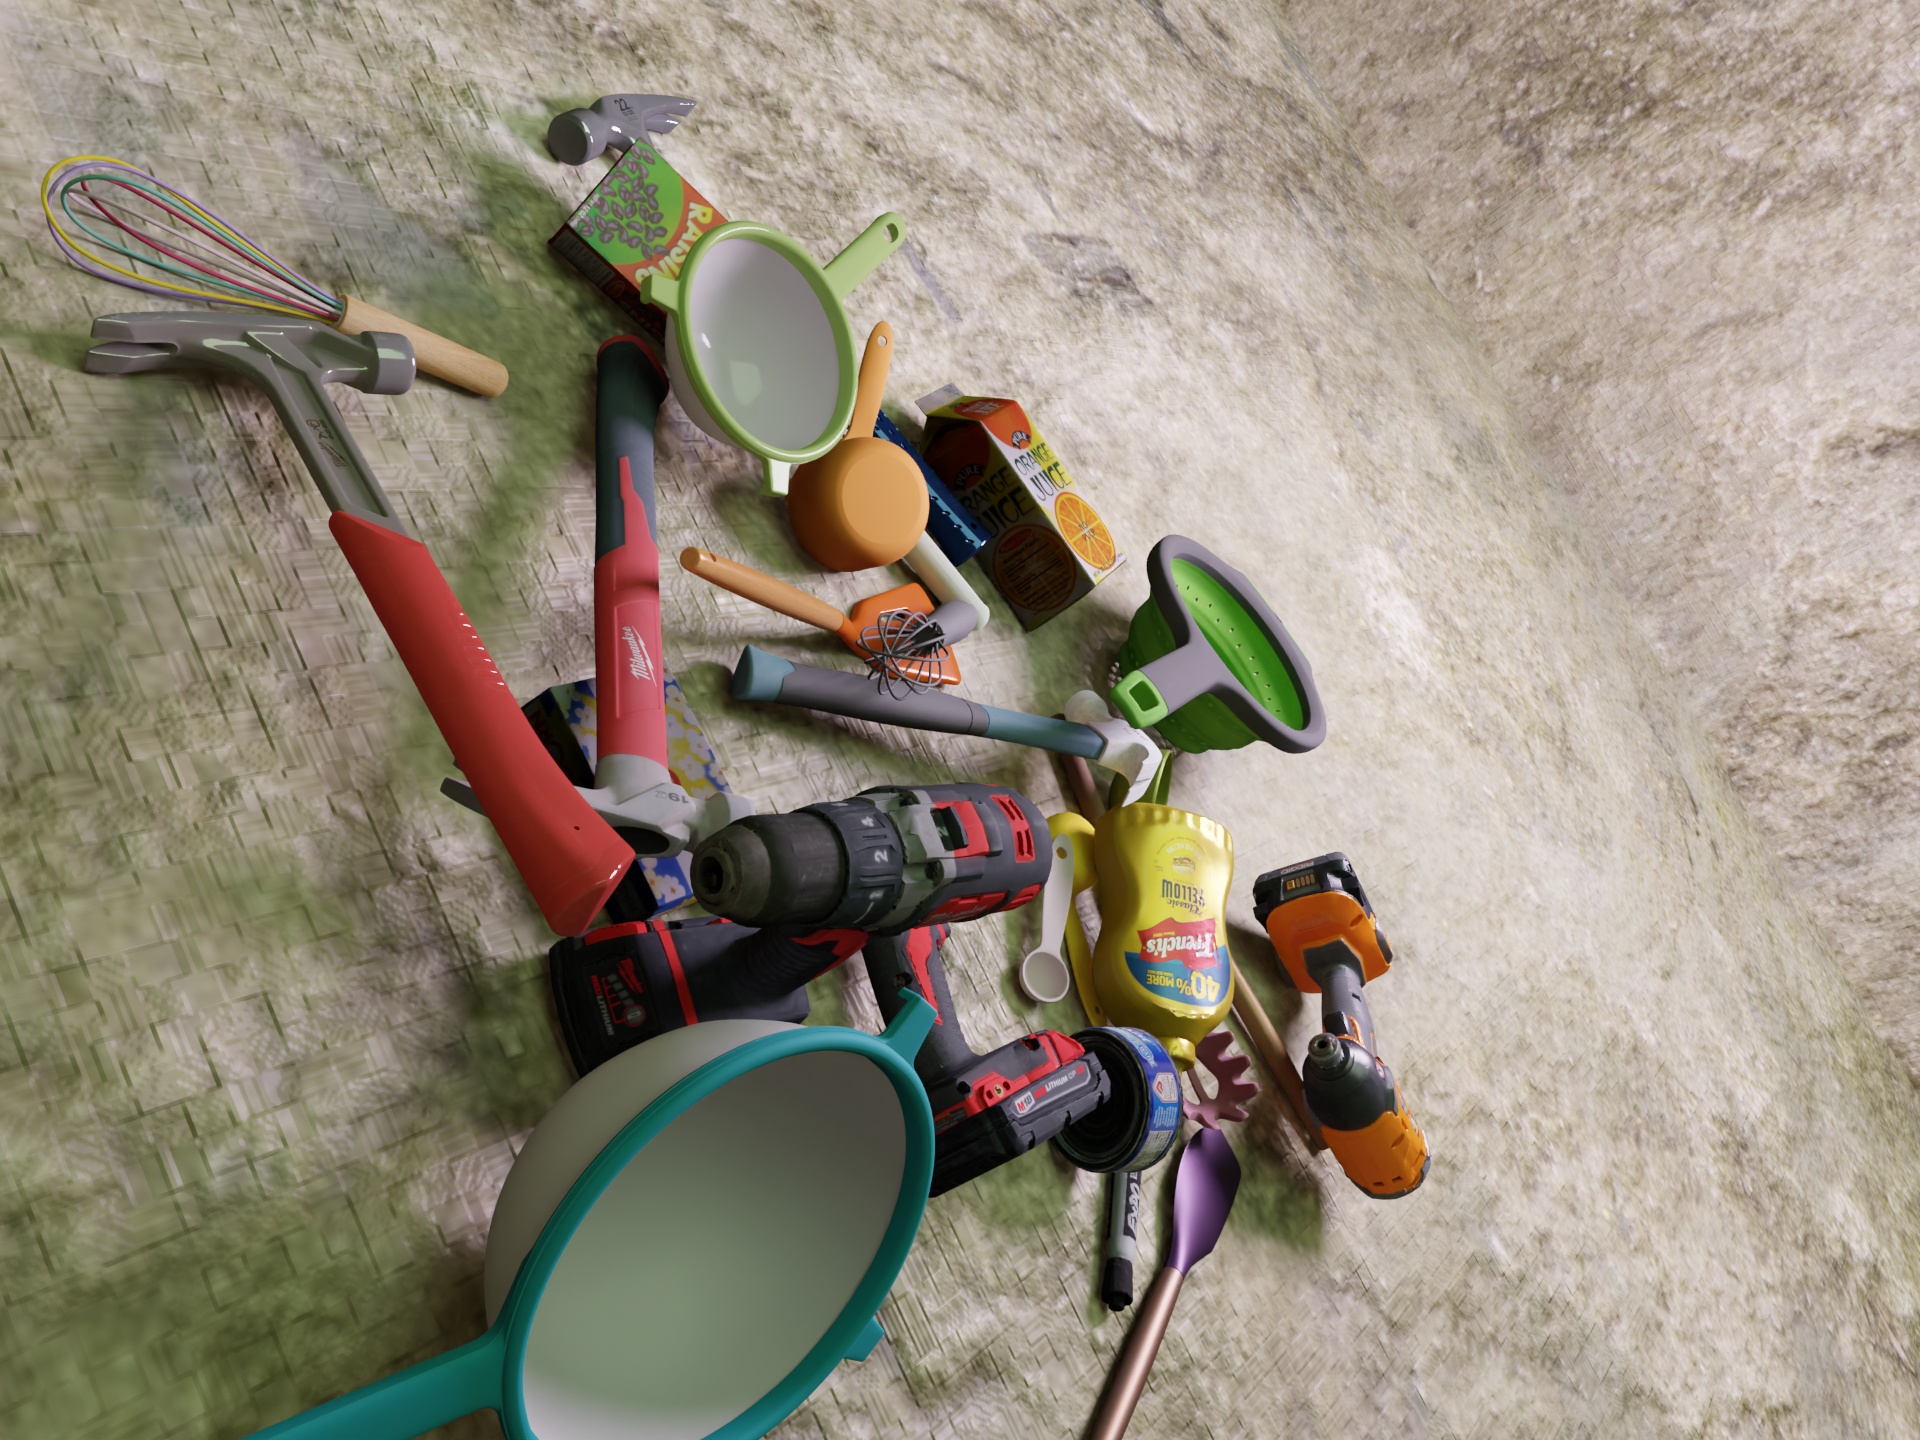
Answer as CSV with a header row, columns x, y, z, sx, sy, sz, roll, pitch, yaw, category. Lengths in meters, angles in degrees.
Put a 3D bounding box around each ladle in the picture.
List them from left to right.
x,y,z,sx,sy,sz,roll,pitch,yaw,category
0.200,0.168,1.161,0.320,0.062,0.078,60,19,0,ladle

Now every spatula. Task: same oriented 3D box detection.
x,y,z,sx,sy,sz,roll,pitch,yaw,category
-0.080,-0.070,0.969,0.081,0.041,0.322,67,15,14,spatula
0.118,0.346,0.946,0.059,0.018,0.316,61,32,-11,spatula

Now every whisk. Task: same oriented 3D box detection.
x,y,z,sx,sy,sz,roll,pitch,yaw,category
-0.339,-0.222,0.817,0.244,0.051,0.047,18,44,-47,whisk
-0.059,-0.158,1.111,0.059,0.058,0.246,-47,109,-20,whisk
-0.018,-0.054,1.011,0.055,0.055,0.239,55,15,-3,whisk

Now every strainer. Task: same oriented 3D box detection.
x,y,z,sx,sy,sz,roll,pitch,yaw,category
-0.164,0.213,0.622,0.340,0.211,0.095,-11,29,-42,strainer
-0.116,-0.262,1.031,0.151,0.069,0.256,59,43,-25,strainer

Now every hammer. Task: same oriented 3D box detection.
x,y,z,sx,sy,sz,roll,pitch,yaw,category
-0.251,-0.055,0.699,0.149,0.036,0.359,-10,55,-44,hammer
-0.192,-0.089,0.848,0.143,0.038,0.387,17,40,-29,hammer
-0.117,-0.279,1.142,0.405,0.035,0.144,49,35,-11,hammer
-0.002,-0.003,1.023,0.330,0.033,0.128,11,22,-36,hammer

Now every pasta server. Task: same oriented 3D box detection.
x,y,z,sx,sy,sz,roll,pitch,yaw,category
0.122,0.132,1.107,0.060,0.040,0.316,-15,68,-14,pasta server

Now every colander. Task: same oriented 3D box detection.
x,y,z,sx,sy,sz,roll,pitch,yaw,category
0.160,-0.026,1.200,0.204,0.094,0.397,55,26,5,colander

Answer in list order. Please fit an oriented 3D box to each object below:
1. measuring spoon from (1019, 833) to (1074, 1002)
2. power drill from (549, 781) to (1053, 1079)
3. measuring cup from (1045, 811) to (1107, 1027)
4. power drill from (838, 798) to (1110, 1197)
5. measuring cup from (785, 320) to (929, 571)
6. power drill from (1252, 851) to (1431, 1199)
x,y,z,sx,sy,sz,roll,pitch,yaw,category
0.057,0.128,1.034,0.034,0.018,0.124,25,52,-18,measuring spoon
-0.089,0.094,0.705,0.187,0.226,0.080,1,63,-51,power drill
0.085,0.132,1.066,0.062,0.029,0.157,19,48,-42,measuring cup
-0.013,0.141,0.903,0.143,0.078,0.220,-12,70,-55,power drill
-0.056,-0.185,1.053,0.095,0.052,0.173,13,85,-31,measuring cup
0.272,0.208,1.148,0.164,0.084,0.227,56,23,-39,power drill
